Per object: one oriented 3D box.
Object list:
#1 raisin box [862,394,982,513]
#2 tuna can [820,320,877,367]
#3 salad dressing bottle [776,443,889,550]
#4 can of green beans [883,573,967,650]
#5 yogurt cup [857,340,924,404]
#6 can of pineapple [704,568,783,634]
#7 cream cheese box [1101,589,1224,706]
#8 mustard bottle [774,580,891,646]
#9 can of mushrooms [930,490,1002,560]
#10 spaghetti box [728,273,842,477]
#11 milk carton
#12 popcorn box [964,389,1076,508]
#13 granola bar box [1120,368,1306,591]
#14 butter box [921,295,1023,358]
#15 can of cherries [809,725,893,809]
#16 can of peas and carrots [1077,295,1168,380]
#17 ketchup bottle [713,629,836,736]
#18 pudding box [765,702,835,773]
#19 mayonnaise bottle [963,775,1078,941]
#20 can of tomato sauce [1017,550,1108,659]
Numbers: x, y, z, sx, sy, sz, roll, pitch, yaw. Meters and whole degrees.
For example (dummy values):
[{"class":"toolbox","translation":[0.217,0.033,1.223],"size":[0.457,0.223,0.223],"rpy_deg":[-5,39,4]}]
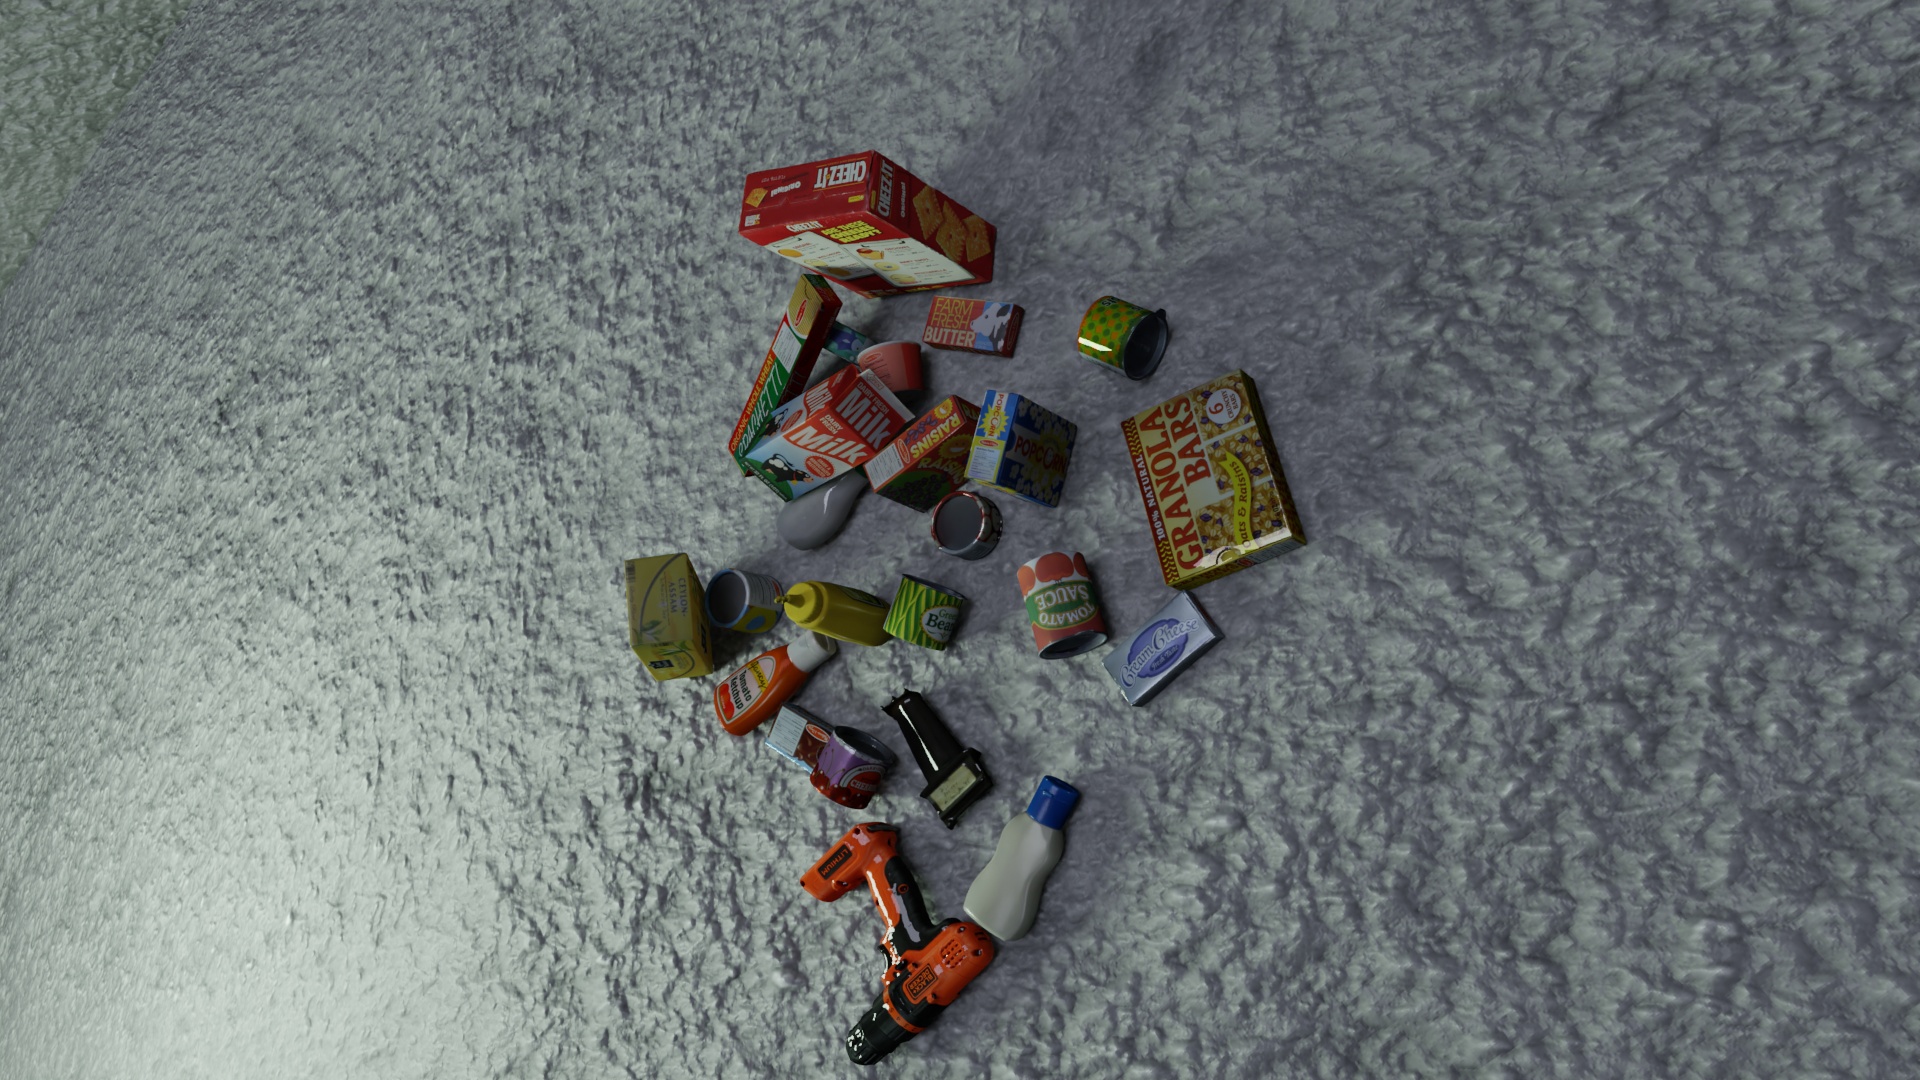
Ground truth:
[{"class":"raisin box","translation":[-0.022,-0.085,1.380],"size":[0.123,0.086,0.040],"rpy_deg":[-36,58,22]},{"class":"tuna can","translation":[-0.126,-0.213,1.489],"size":[0.071,0.071,0.033],"rpy_deg":[31,96,34]},{"class":"salad dressing bottle","translation":[-0.131,-0.053,1.473],"size":[0.147,0.044,0.064],"rpy_deg":[-44,55,16]},{"class":"can of green beans","translation":[-0.036,0.071,1.367],"size":[0.071,0.071,0.058],"rpy_deg":[21,92,35]},{"class":"yogurt cup","translation":[-0.069,-0.172,1.446],"size":[0.072,0.072,0.054],"rpy_deg":[-18,78,30]},{"class":"can of pineapple","translation":[-0.236,0.067,1.506],"size":[0.071,0.058,0.071],"rpy_deg":[-8,76,32]},{"class":"cream cheese box","translation":[0.180,0.097,1.242],"size":[0.103,0.024,0.053],"rpy_deg":[-43,59,18]},{"class":"mustard bottle","translation":[-0.127,0.068,1.371],"size":[0.065,0.160,0.048],"rpy_deg":[29,95,33]},{"class":"can of mushrooms","translation":[0.005,-0.017,1.380],"size":[0.071,0.033,0.071],"rpy_deg":[-8,76,33]},{"class":"spaghetti box","translation":[-0.192,-0.173,1.494],"size":[0.050,0.029,0.248],"rpy_deg":[55,133,30]},{"class":"milk carton","translation":[-0.133,-0.115,1.421],"size":[0.190,0.072,0.074],"rpy_deg":[-23,32,40]},{"class":"popcorn box","translation":[0.058,-0.084,1.302],"size":[0.038,0.126,0.085],"rpy_deg":[14,88,31]},{"class":"granola bar box","translation":[0.223,-0.053,1.239],"size":[0.124,0.039,0.166],"rpy_deg":[-24,67,28]},{"class":"butter box","translation":[0.012,-0.220,1.425],"size":[0.103,0.024,0.053],"rpy_deg":[12,86,35]},{"class":"can of cherries","translation":[-0.107,0.227,1.379],"size":[0.071,0.071,0.058],"rpy_deg":[33,99,34]},{"class":"can of peas and carrots","translation":[0.152,-0.192,1.300],"size":[0.059,0.071,0.071],"rpy_deg":[29,96,35]},{"class":"ketchup bottle","translation":[-0.196,0.144,1.471],"size":[0.148,0.043,0.065],"rpy_deg":[-37,51,21]},{"class":"pudding box","translation":[-0.159,0.208,1.441],"size":[0.084,0.030,0.049],"rpy_deg":[24,92,35]},{"class":"mayonnaise bottle","translation":[0.060,0.288,1.271],"size":[0.065,0.041,0.148],"rpy_deg":[29,95,33]},{"class":"can of tomato sauce","translation":[0.094,0.059,1.281],"size":[0.071,0.071,0.083],"rpy_deg":[-26,66,27]}]
